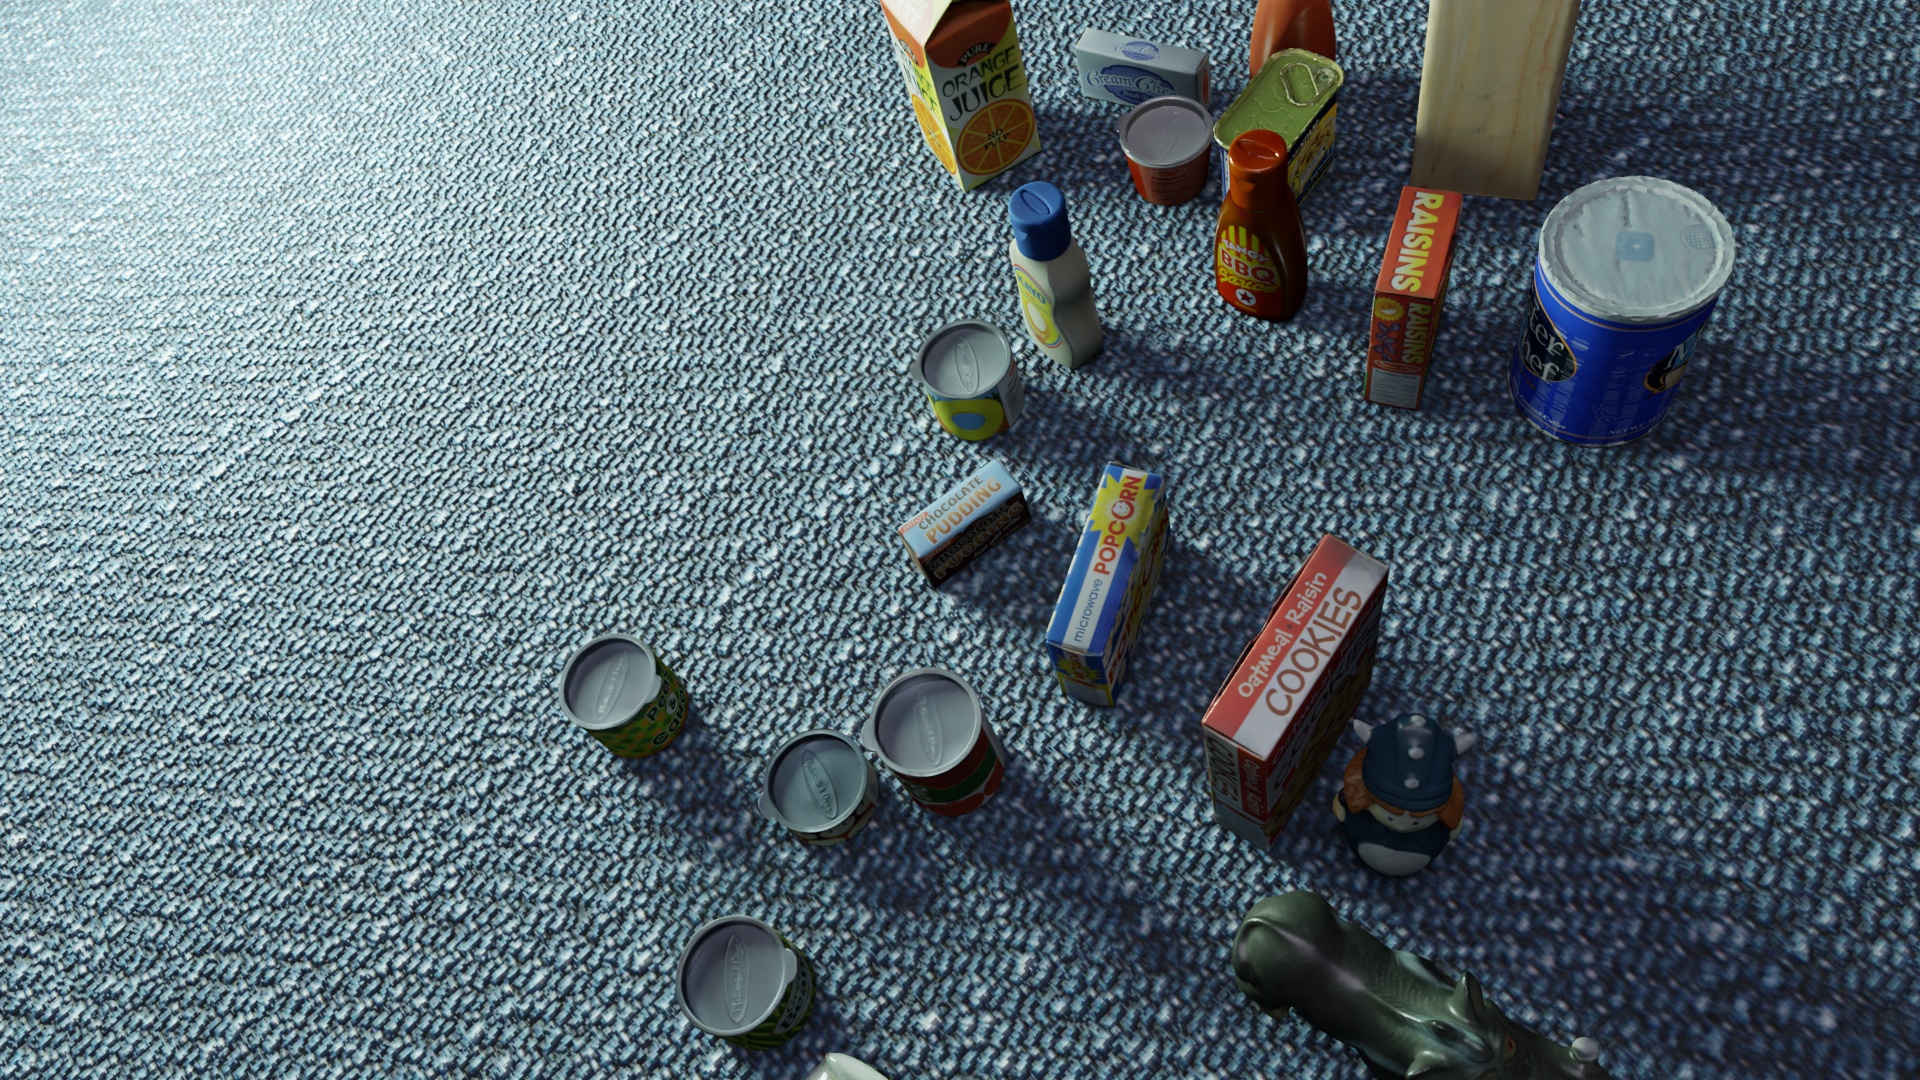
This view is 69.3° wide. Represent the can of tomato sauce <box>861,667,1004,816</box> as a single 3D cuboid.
[{"bbox_3d":[-0.014,0.123,0.829,0.071,0.082,0.071,-5,61,10],"label":"can of tomato sauce"}]

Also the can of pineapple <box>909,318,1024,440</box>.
[{"bbox_3d":[0.006,-0.111,0.966,0.071,0.057,0.071,-5,61,10],"label":"can of pineapple"}]

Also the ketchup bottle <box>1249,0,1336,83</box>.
[{"bbox_3d":[0.240,-0.375,1.004,0.065,0.148,0.044,-26,60,-2],"label":"ketchup bottle"}]

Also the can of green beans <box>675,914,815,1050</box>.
[{"bbox_3d":[-0.122,0.255,0.797,0.071,0.057,0.071,-5,61,10],"label":"can of green beans"}]

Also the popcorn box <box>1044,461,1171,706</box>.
[{"bbox_3d":[0.093,0.028,0.855,0.038,0.085,0.127,13,66,19],"label":"popcorn box"}]

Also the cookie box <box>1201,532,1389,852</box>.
[{"bbox_3d":[0.181,0.088,0.756,0.040,0.166,0.123,29,72,25],"label":"cookie box"}]

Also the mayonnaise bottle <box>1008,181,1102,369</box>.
[{"bbox_3d":[0.061,-0.180,0.939,0.041,0.147,0.065,-38,61,-8],"label":"mayonnaise bottle"}]

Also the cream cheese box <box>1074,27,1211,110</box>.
[{"bbox_3d":[0.141,-0.360,1.073,0.104,0.053,0.024,21,69,22],"label":"cream cheese box"}]

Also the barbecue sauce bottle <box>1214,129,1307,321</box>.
[{"bbox_3d":[0.199,-0.209,0.923,0.065,0.148,0.044,30,72,25],"label":"barbecue sauce bottle"}]

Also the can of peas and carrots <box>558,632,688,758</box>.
[{"bbox_3d":[-0.215,0.102,0.900,0.071,0.058,0.071,-5,61,10],"label":"can of peas and carrots"}]

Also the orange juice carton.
[{"bbox_3d":[-0.001,-0.357,1.023,0.073,0.192,0.072,-31,60,-4],"label":"orange juice carton"}]

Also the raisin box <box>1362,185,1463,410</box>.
[{"bbox_3d":[0.288,-0.152,0.887,0.040,0.123,0.086,14,66,19],"label":"raisin box"}]

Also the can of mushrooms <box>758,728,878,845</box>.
[{"bbox_3d":[-0.088,0.154,0.858,0.071,0.033,0.071,-5,61,10],"label":"can of mushrooms"}]

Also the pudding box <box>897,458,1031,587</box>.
[{"bbox_3d":[0.003,-0.012,0.917,0.084,0.049,0.030,-35,61,-7],"label":"pudding box"}]

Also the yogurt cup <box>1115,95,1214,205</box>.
[{"bbox_3d":[0.154,-0.286,1.030,0.072,0.053,0.073,-5,61,10],"label":"yogurt cup"}]
